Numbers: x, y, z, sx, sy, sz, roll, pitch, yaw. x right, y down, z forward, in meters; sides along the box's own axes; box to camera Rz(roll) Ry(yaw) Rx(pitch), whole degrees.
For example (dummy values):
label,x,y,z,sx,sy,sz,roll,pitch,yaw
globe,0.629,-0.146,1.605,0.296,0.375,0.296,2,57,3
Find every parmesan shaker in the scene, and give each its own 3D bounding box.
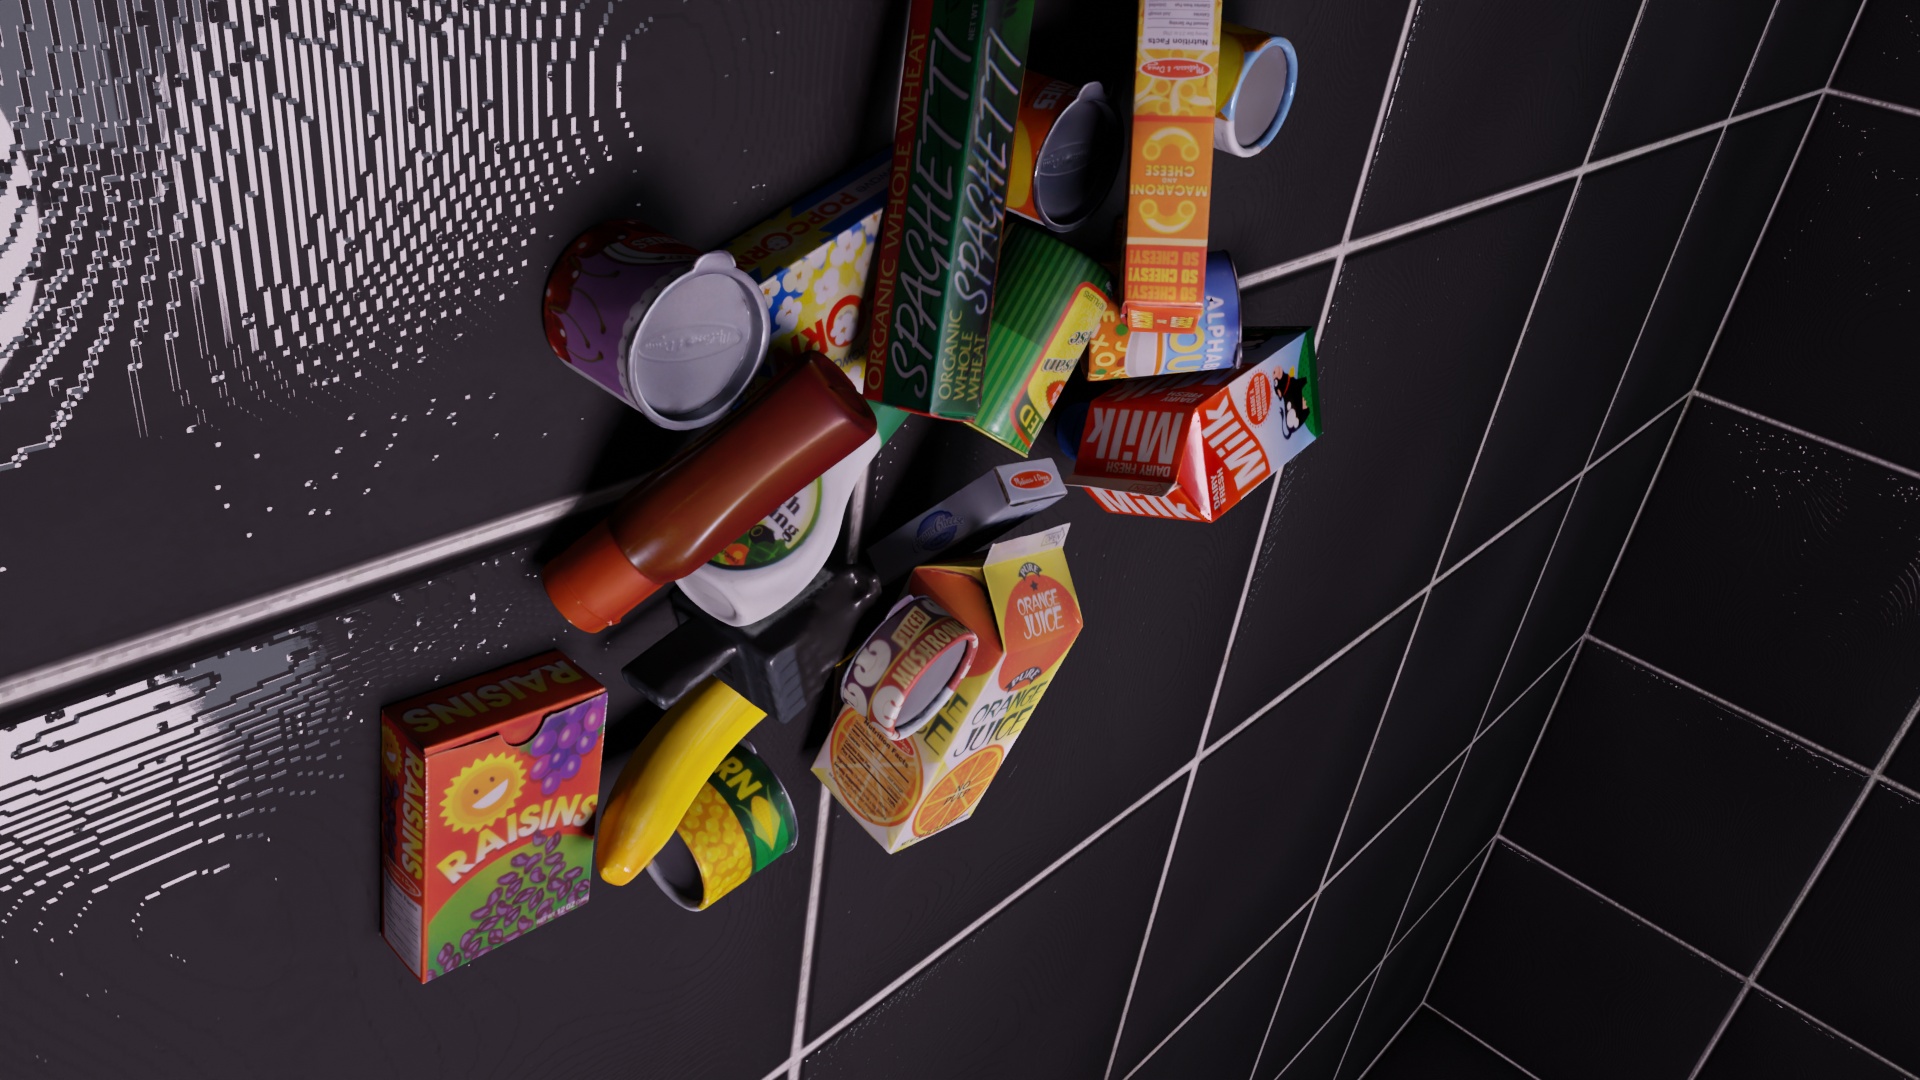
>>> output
label,x,y,z,sx,sy,sz,roll,pitch,yaw
parmesan shaker,0.029,-0.103,0.714,0.071,0.071,0.103,24,96,-58

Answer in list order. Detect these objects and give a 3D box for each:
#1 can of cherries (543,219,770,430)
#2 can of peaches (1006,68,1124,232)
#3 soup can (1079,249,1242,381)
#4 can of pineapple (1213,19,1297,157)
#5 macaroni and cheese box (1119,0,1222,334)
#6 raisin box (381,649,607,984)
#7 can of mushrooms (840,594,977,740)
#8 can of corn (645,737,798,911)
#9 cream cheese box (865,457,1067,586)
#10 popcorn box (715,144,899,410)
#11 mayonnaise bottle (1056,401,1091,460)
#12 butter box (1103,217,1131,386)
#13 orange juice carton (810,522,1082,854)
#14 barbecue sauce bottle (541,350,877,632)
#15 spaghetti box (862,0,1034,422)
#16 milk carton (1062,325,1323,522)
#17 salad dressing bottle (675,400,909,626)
label,x,y,z,sx,sy,sz,roll,pitch,yaw
can of cherries,-0.116,-0.086,0.536,0.072,0.058,0.071,-33,139,-34
can of peaches,0.036,-0.190,0.664,0.071,0.058,0.070,-33,139,-35
soup can,0.109,-0.123,0.773,0.084,0.072,0.071,-6,133,-1
can of pineapple,0.144,-0.252,0.764,0.071,0.058,0.070,-34,140,-35
macaroni and cheese box,0.101,-0.189,0.676,0.124,0.040,0.166,-17,111,-82
raisin box,-0.202,0.118,0.600,0.086,0.040,0.122,-18,129,-46
can of mushrooms,-0.024,0.061,0.672,0.071,0.033,0.070,-44,158,-22
can of corn,-0.126,0.142,0.700,0.058,0.071,0.070,-30,137,-38
cream cheese box,0.003,-0.009,0.741,0.103,0.024,0.053,-32,168,37
popcorn box,-0.051,-0.113,0.624,0.127,0.038,0.084,-39,143,-29
mayonnaise bottle,0.118,-0.071,0.892,0.148,0.041,0.064,-5,112,-51
butter box,0.110,-0.147,0.833,0.053,0.024,0.103,-28,136,-41
orange juice carton,-0.002,0.071,0.752,0.072,0.073,0.191,-12,137,-51
barbecue sauce bottle,-0.105,-0.018,0.574,0.148,0.043,0.065,-37,179,8
spaghetti box,-0.001,-0.174,0.576,0.029,0.050,0.249,0,102,-42
milk carton,0.140,-0.066,0.826,0.191,0.072,0.073,-33,120,-43
salad dressing bottle,-0.073,-0.029,0.646,0.148,0.064,0.043,-53,160,-26
